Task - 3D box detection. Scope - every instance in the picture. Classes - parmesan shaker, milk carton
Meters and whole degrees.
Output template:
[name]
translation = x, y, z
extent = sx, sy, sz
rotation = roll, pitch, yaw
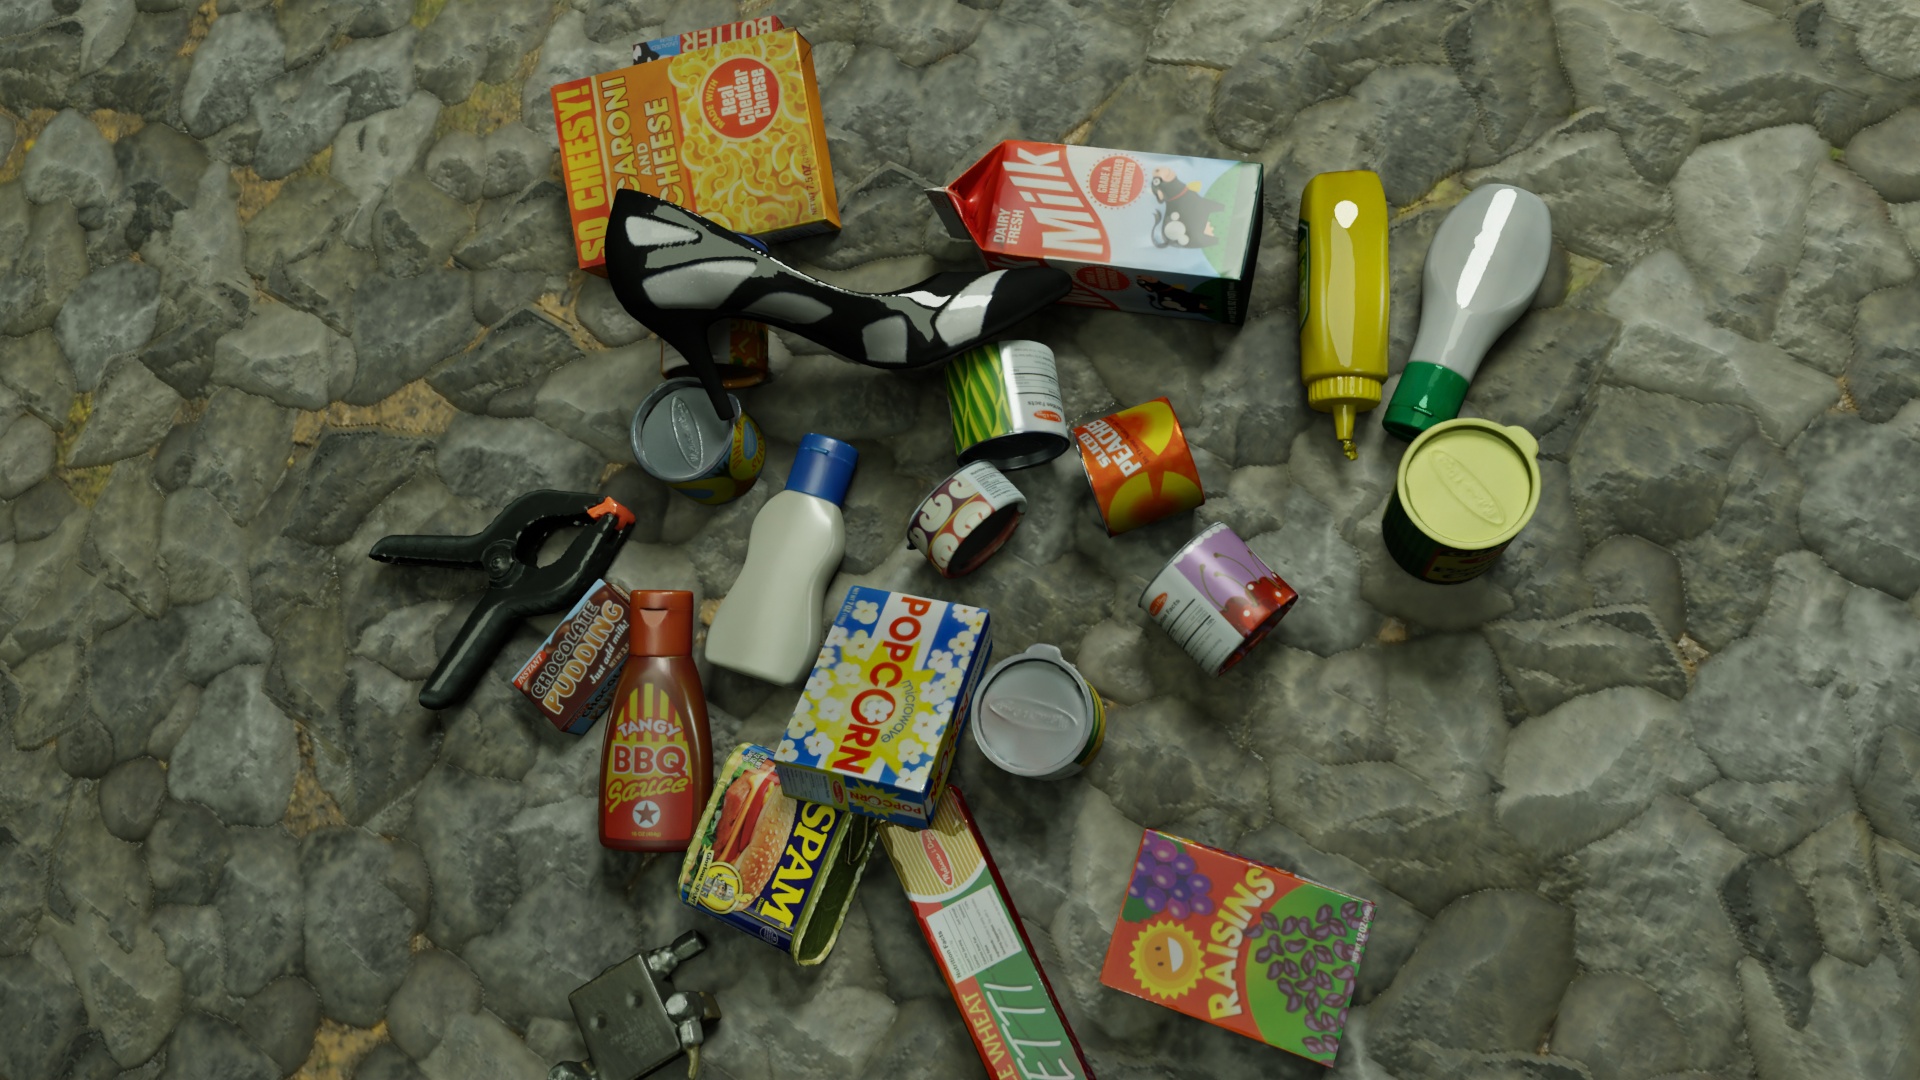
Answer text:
[parmesan shaker]
translation = 0.260, -0.019, 0.722
extent = 0.071, 0.103, 0.071
rotation = -3, 77, 12
[milk carton]
translation = 0.077, -0.183, 0.818
extent = 0.191, 0.072, 0.073
rotation = 9, 79, 15

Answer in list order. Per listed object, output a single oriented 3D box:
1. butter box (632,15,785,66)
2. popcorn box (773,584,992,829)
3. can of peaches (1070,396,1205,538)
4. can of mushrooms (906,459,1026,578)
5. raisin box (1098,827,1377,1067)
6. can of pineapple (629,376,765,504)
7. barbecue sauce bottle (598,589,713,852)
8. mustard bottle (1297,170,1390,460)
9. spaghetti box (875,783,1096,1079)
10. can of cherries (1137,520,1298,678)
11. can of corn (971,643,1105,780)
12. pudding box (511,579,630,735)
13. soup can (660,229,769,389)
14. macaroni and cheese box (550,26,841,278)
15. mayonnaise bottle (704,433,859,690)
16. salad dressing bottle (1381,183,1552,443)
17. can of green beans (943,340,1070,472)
[butter box]
translation = -0.167, -0.313, 0.928
extent = 0.103, 0.024, 0.053
rotation = -8, 76, 11
[popcorn box]
translation = -0.040, 0.088, 0.767
extent = 0.085, 0.038, 0.127
rotation = 10, 50, 14
[can of peaches]
translation = 0.099, -0.043, 0.780
extent = 0.058, 0.071, 0.071
rotation = -19, 74, 6
[can of mushrooms]
translation = 0.003, -0.010, 0.796
extent = 0.071, 0.071, 0.033
rotation = -44, 73, 0
[raisin box]
translation = 0.144, 0.209, 0.726
extent = 0.123, 0.040, 0.086
rotation = 16, 81, 14
[can of pineapple]
translation = -0.157, -0.060, 0.847
extent = 0.071, 0.058, 0.071
rotation = -3, 77, 12
[barbecue sauce bottle]
translation = -0.175, 0.103, 0.805
extent = 0.065, 0.043, 0.148
rotation = 1, 88, 4
[mustard bottle]
translation = 0.215, -0.124, 0.779
extent = 0.049, 0.065, 0.160
rotation = 0, 81, 8
[spaghetti box]
translation = 0.028, 0.255, 0.745
extent = 0.050, 0.028, 0.250
rotation = -28, 72, 5
[can of cherries]
translation = 0.142, 0.031, 0.756
extent = 0.071, 0.071, 0.058
rotation = -44, 72, 0
[can of corn]
translation = 0.045, 0.096, 0.764
extent = 0.071, 0.058, 0.071
rotation = -3, 76, 12
[pudding box]
translation = -0.225, 0.071, 0.844
extent = 0.050, 0.030, 0.084
rotation = 40, 87, 18
[soup can]
translation = -0.151, -0.141, 0.861
extent = 0.071, 0.071, 0.084
rotation = -3, 81, 12
[macaroni and cheese box]
translation = -0.169, -0.245, 0.892
extent = 0.166, 0.040, 0.123
rotation = -9, 89, 11
[mayonnaise bottle]
translation = -0.100, 0.011, 0.827
extent = 0.065, 0.041, 0.148
rotation = 16, 79, 12
[salad dressing bottle]
translation = 0.280, -0.124, 0.775
extent = 0.064, 0.044, 0.148
rotation = 24, 84, 15
[can of green beans]
translation = 0.026, -0.077, 0.807
extent = 0.071, 0.071, 0.058
rotation = -12, 74, 10
